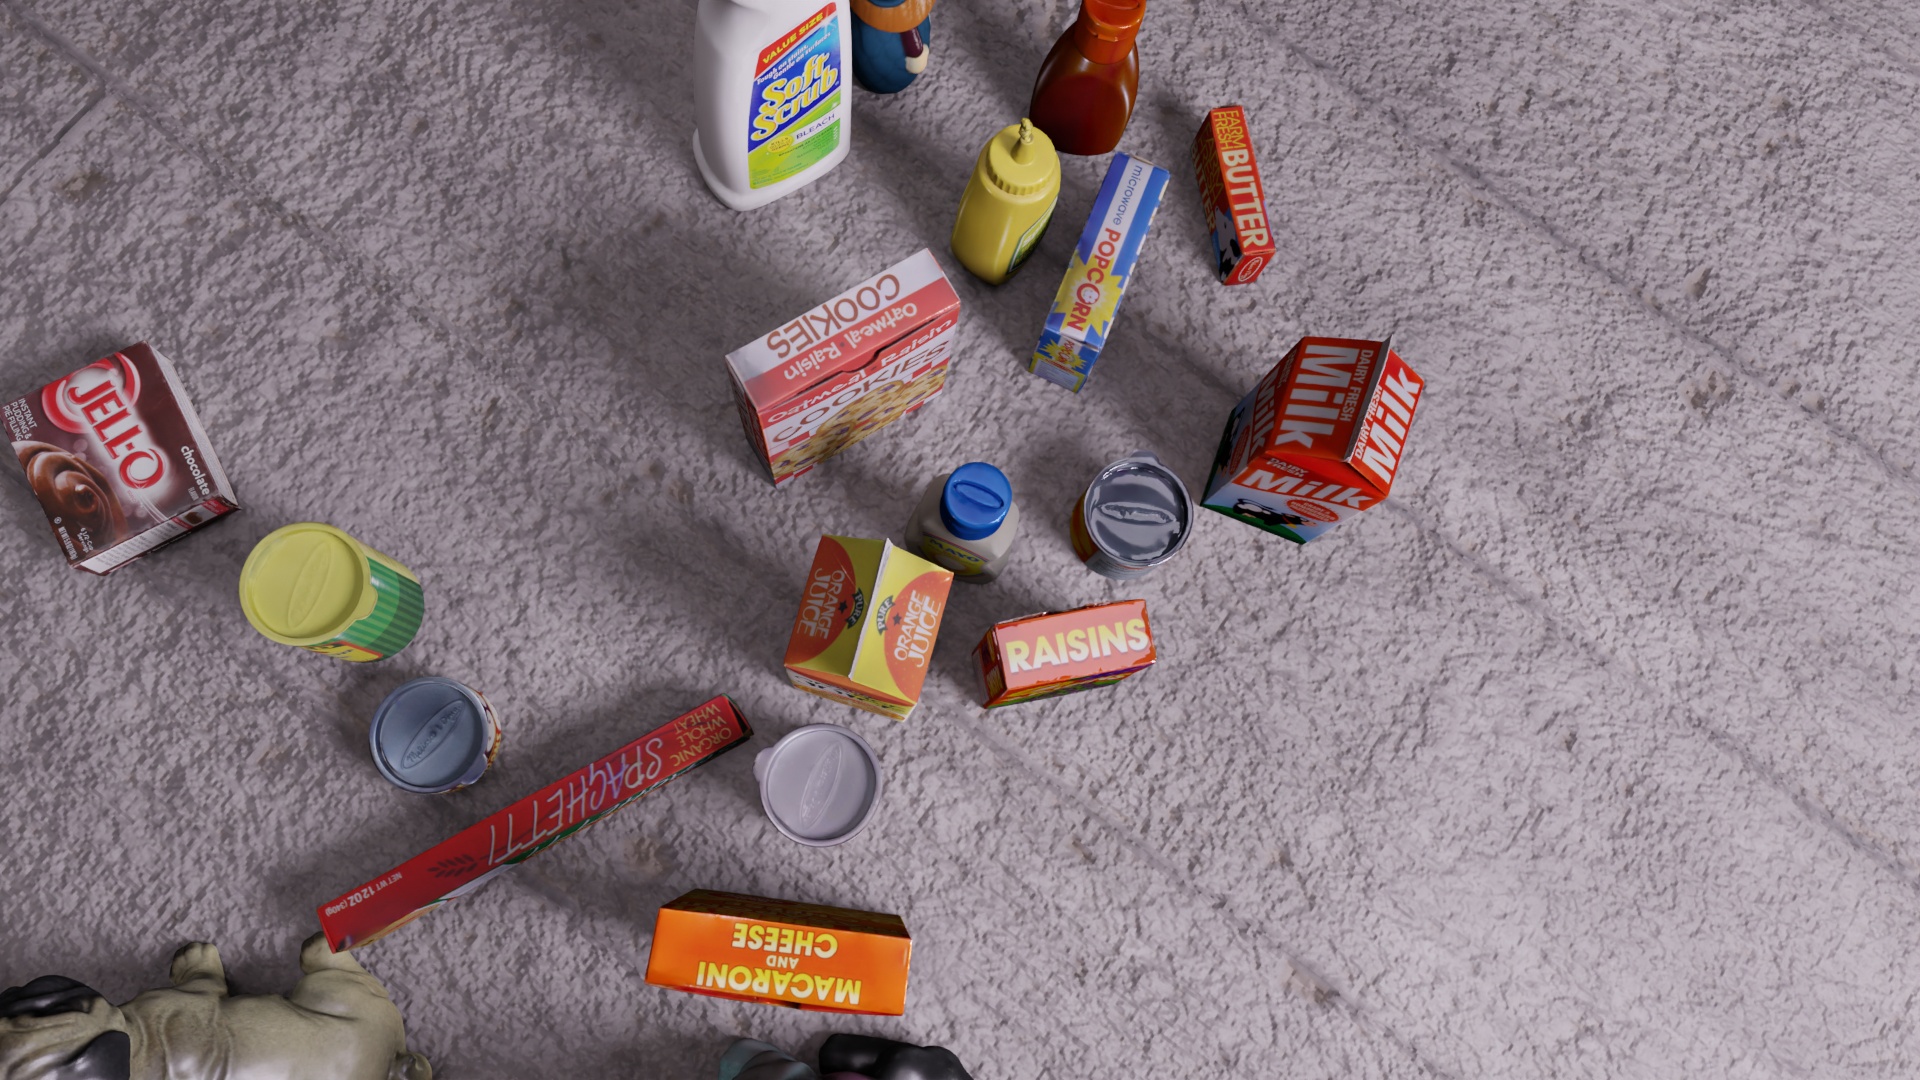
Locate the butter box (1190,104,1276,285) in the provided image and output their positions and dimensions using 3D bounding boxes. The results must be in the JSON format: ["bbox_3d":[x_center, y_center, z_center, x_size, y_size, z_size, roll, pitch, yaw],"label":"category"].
[{"bbox_3d":[0.176,-0.223,0.899,0.024,0.053,0.103,-9,79,-6],"label":"butter box"}]

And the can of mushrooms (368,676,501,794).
[{"bbox_3d":[-0.300,0.114,0.800,0.071,0.033,0.071,1,78,-4],"label":"can of mushrooms"}]

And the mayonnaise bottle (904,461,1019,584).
[{"bbox_3d":[0.003,-0.010,0.792,0.065,0.148,0.041,24,78,0],"label":"mayonnaise bottle"}]

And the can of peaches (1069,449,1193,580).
[{"bbox_3d":[0.103,-0.014,0.847,0.071,0.058,0.071,1,79,-4],"label":"can of peaches"}]

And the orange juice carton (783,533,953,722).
[{"bbox_3d":[-0.051,0.049,0.752,0.073,0.192,0.072,17,78,-1],"label":"orange juice carton"}]

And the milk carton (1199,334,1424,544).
[{"bbox_3d":[0.203,-0.057,0.796,0.073,0.190,0.072,21,78,0],"label":"milk carton"}]

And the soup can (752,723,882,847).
[{"bbox_3d":[-0.080,0.138,0.787,0.071,0.083,0.071,1,79,-4],"label":"soup can"}]

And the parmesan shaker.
[{"bbox_3d":[-0.345,0.033,0.777,0.071,0.103,0.071,1,79,-4],"label":"parmesan shaker"}]

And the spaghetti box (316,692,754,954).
[{"bbox_3d":[-0.234,0.158,0.788,0.250,0.050,0.029,-28,82,-10],"label":"spaghetti box"}]

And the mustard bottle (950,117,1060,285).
[{"bbox_3d":[0.030,-0.206,0.828,0.049,0.160,0.065,37,78,3],"label":"mustard bottle"}]

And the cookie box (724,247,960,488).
[{"bbox_3d":[-0.065,-0.092,0.793,0.123,0.167,0.040,-31,83,-10],"label":"cookie box"}]

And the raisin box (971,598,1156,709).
[{"bbox_3d":[0.056,0.066,0.793,0.086,0.123,0.040,-9,80,-6],"label":"raisin box"}]

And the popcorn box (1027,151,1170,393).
[{"bbox_3d":[0.085,-0.165,0.863,0.038,0.085,0.127,22,78,0],"label":"popcorn box"}]

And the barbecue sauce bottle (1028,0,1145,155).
[{"bbox_3d":[0.082,-0.290,0.856,0.065,0.148,0.044,12,78,-2],"label":"barbecue sauce bottle"}]

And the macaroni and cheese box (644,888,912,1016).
[{"bbox_3d":[-0.090,0.214,0.729,0.124,0.166,0.040,8,79,-3],"label":"macaroni and cheese box"}]
